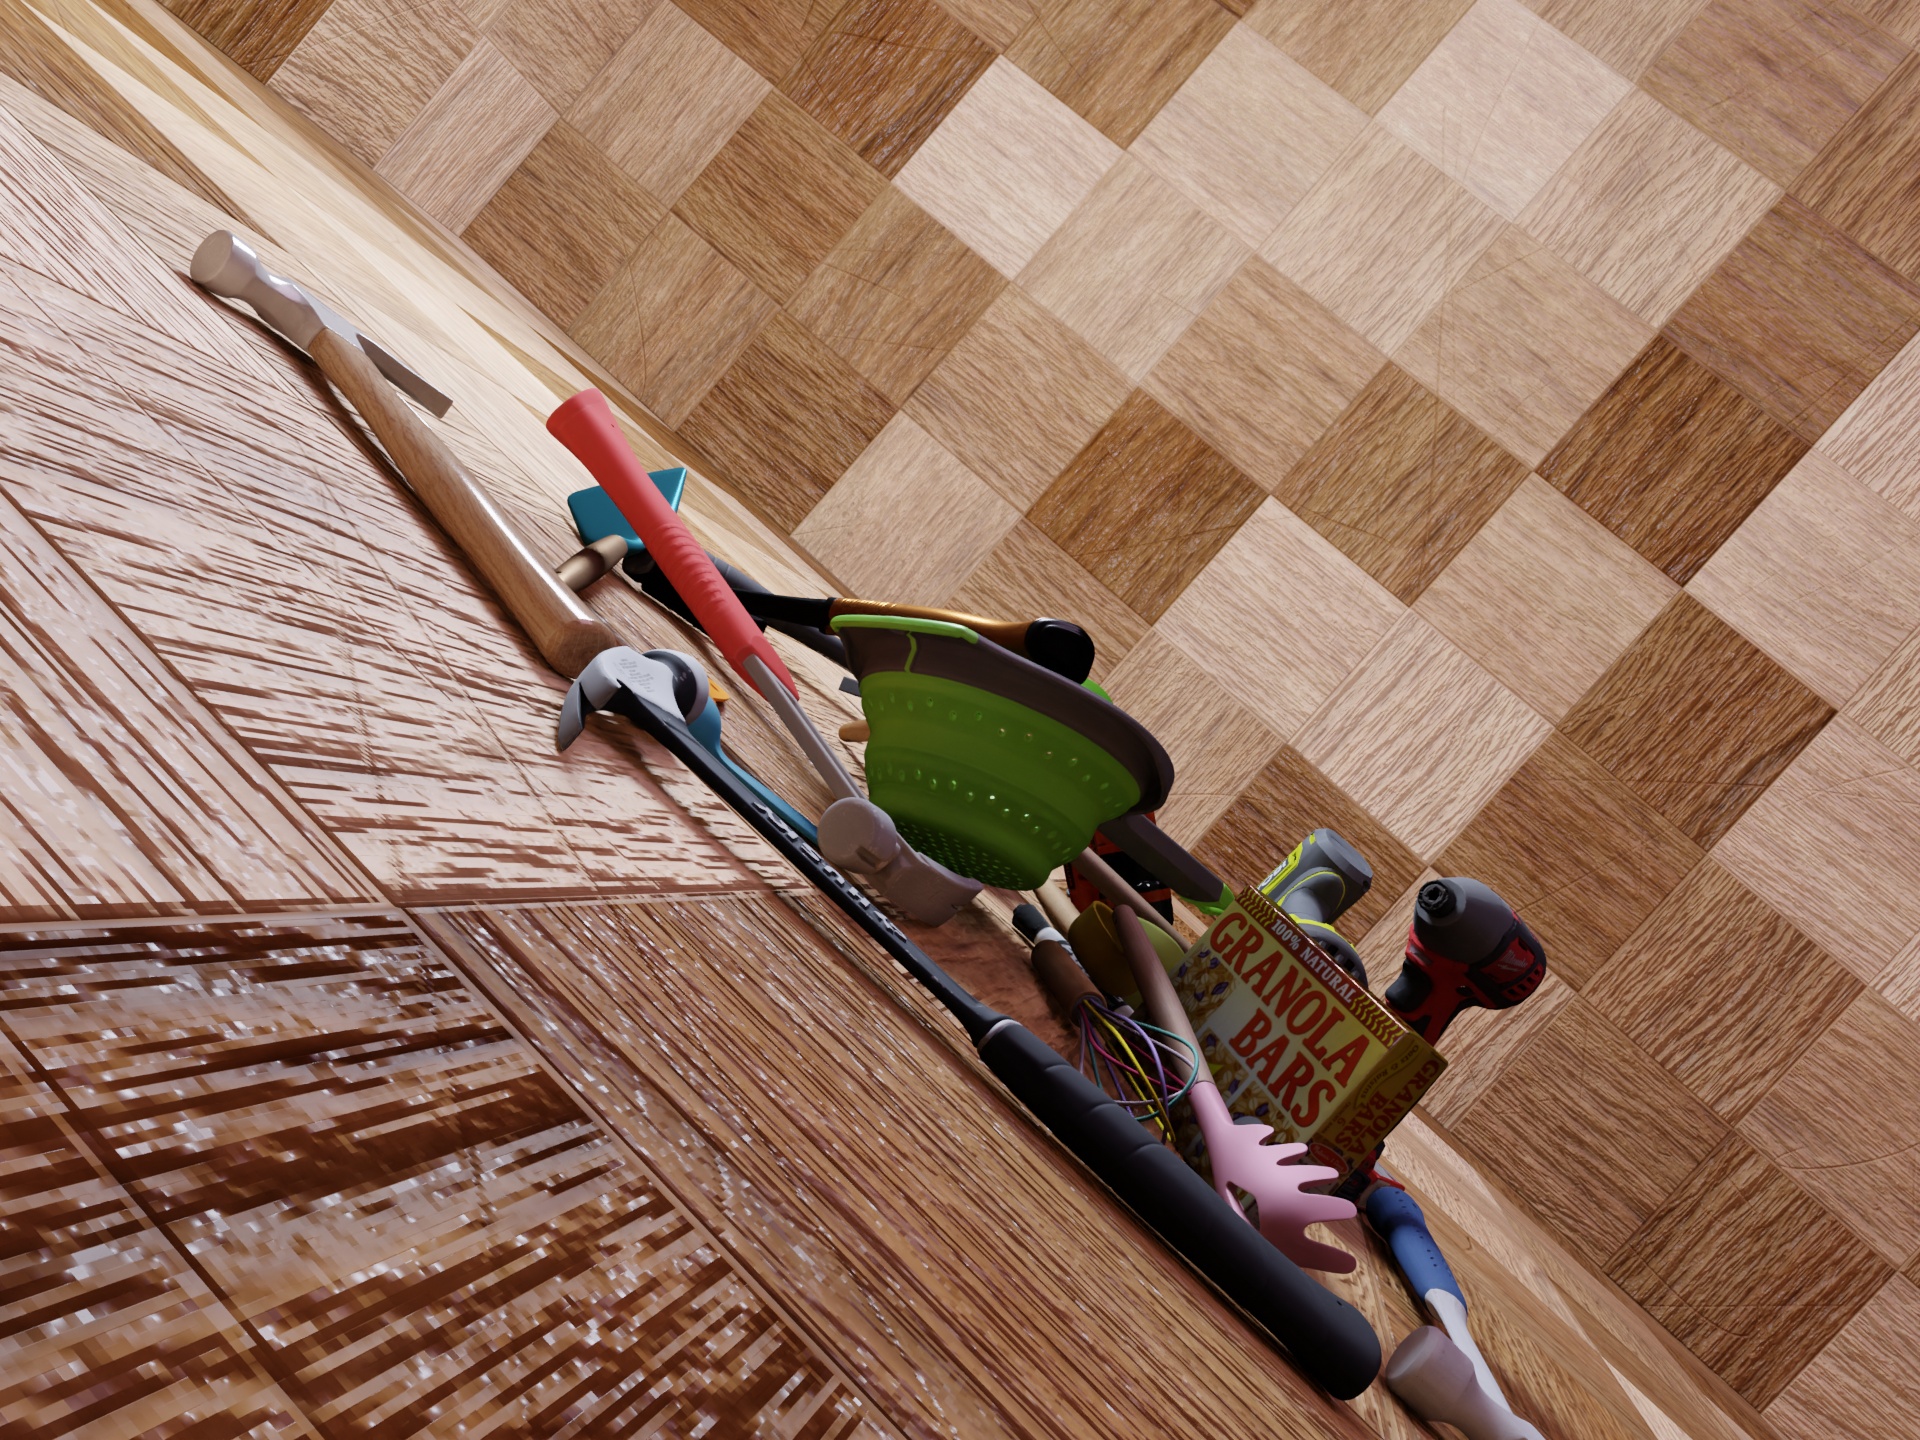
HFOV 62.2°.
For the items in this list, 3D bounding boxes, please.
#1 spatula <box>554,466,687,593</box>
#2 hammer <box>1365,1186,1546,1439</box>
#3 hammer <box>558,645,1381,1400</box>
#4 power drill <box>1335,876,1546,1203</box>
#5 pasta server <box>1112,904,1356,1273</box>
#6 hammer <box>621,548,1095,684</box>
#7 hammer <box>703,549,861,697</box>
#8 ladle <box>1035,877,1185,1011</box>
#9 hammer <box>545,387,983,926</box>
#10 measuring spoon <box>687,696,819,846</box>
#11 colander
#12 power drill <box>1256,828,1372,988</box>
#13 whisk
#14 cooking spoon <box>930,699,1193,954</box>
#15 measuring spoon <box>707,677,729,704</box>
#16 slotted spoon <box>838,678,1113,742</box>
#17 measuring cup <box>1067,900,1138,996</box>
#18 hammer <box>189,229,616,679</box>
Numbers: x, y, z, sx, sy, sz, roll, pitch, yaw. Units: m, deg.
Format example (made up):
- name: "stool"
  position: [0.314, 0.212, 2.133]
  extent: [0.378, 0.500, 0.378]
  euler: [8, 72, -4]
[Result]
- name: "spatula"
  position: [-0.209, -0.107, 0.919]
  extent: [0.318, 0.082, 0.044]
  euler: [-106, -177, -77]
- name: "hammer"
  position: [0.272, 0.331, 0.872]
  extent: [0.144, 0.035, 0.405]
  euler: [42, 3, 7]
- name: "hammer"
  position: [0.003, 0.112, 0.621]
  extent: [0.409, 0.036, 0.149]
  euler: [42, 4, 4]
- name: "power drill"
  position: [0.270, 0.195, 1.009]
  extent: [0.143, 0.219, 0.079]
  euler: [38, 4, -46]
- name: "pasta server"
  position: [0.120, 0.171, 0.788]
  extent: [0.040, 0.060, 0.316]
  euler: [12, 19, -11]
- name: "hammer"
  position: [-0.058, -0.056, 0.963]
  extent: [0.337, 0.034, 0.127]
  euler: [12, -19, 40]
- name: "hammer"
  position: [-0.136, -0.077, 1.282]
  extent: [0.146, 0.035, 0.334]
  euler: [18, -10, 45]
- name: "ladle"
  position: [0.089, 0.137, 1.129]
  extent: [0.078, 0.062, 0.320]
  euler: [41, 1, -10]
- name: "hammer"
  position: [-0.115, -0.045, 0.831]
  extent: [0.359, 0.036, 0.149]
  euler: [52, 4, 26]
- name: "measuring spoon"
  position: [-0.094, 0.023, 0.755]
  extent: [0.128, 0.021, 0.042]
  euler: [40, 4, -8]
- name: "colander"
  position: [0.058, 0.073, 0.969]
  extent: [0.205, 0.094, 0.396]
  euler: [8, -22, 42]
- name: "power drill"
  position: [0.227, 0.189, 1.191]
  extent: [0.080, 0.190, 0.228]
  euler: [42, 17, -1]
- name: "whisk"
  position: [0.071, 0.153, 0.822]
  extent: [0.047, 0.051, 0.245]
  euler: [35, 2, -13]
- name: "cooking spoon"
  position: [0.063, 0.075, 1.108]
  extent: [0.319, 0.017, 0.069]
  euler: [43, -23, -7]
- name: "measuring spoon"
  position: [-0.139, -0.014, 0.864]
  extent: [0.021, 0.011, 0.117]
  euler: [41, 0, -5]
- name: "slotted spoon"
  position: [-0.002, -0.003, 1.022]
  extent: [0.070, 0.031, 0.314]
  euler: [28, -19, -27]
- name: "measuring cup"
  position: [0.117, 0.176, 0.934]
  extent: [0.156, 0.029, 0.062]
  euler: [53, 12, 5]
- name: "hammer"
  position: [-0.252, -0.122, 0.754]
  extent: [0.332, 0.031, 0.130]
  euler: [44, 5, 34]
